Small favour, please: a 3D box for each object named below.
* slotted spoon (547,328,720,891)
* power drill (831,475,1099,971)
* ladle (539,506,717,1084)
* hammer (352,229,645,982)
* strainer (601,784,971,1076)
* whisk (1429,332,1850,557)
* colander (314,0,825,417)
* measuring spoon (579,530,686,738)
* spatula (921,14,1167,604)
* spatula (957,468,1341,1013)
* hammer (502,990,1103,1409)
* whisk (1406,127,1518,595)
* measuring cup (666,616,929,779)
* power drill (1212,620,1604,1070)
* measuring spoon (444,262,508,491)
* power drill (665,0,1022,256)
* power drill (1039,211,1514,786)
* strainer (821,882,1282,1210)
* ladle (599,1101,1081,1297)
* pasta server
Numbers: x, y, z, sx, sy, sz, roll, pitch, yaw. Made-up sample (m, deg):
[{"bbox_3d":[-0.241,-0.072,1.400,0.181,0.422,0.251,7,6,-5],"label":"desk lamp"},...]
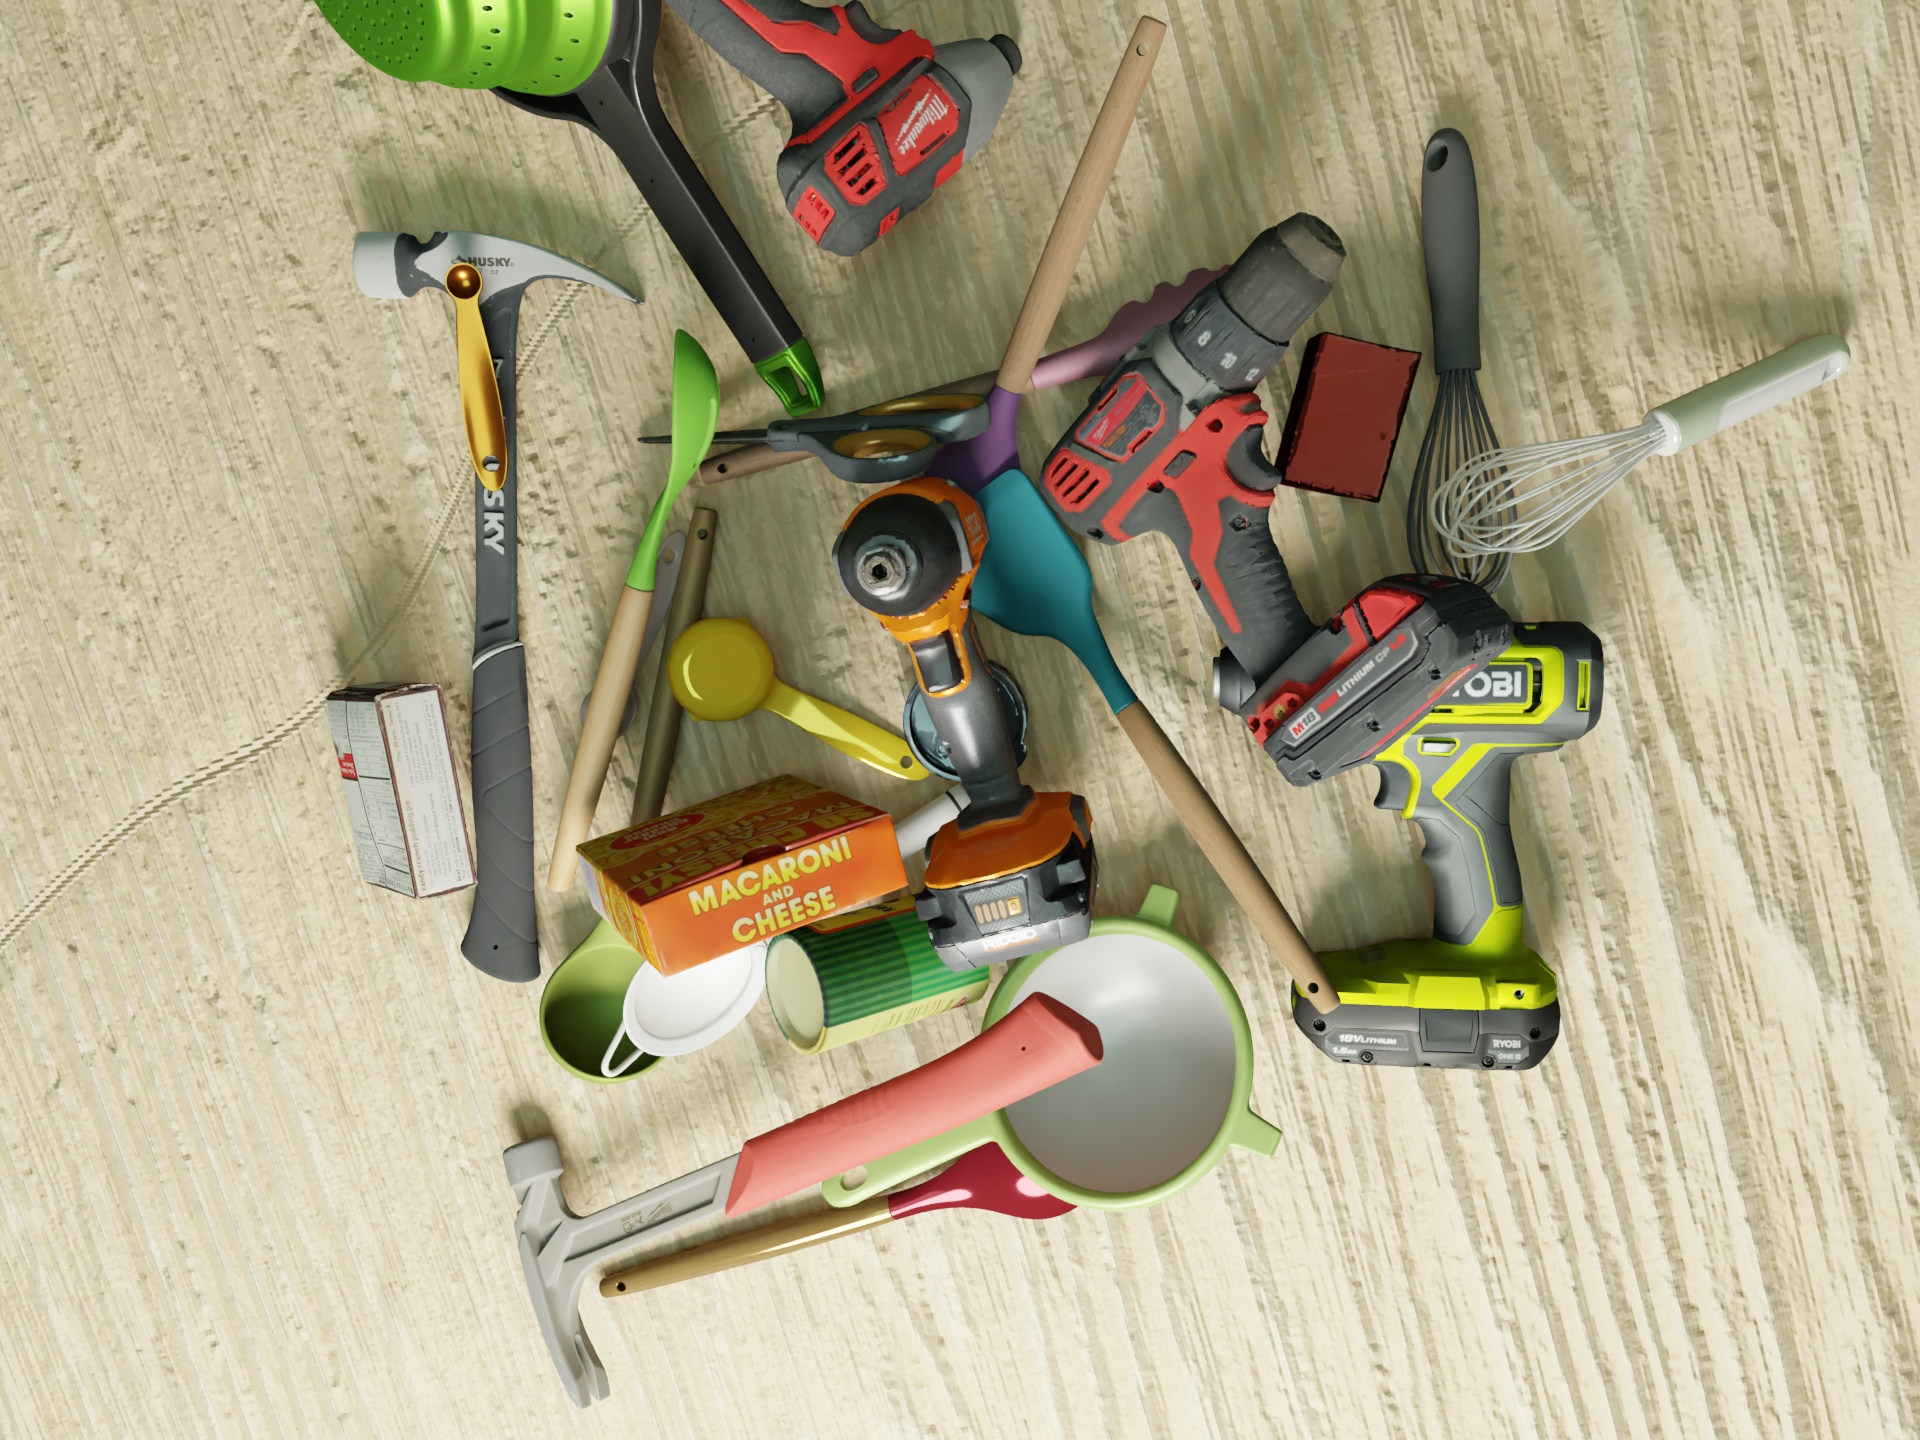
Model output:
[{"bbox_3d":[-0.173,-0.047,0.830,0.031,0.070,0.313,16,109,-11],"label":"slotted spoon"},{"bbox_3d":[-0.001,-0.002,0.759,0.084,0.164,0.226,-15,99,10],"label":"power drill"},{"bbox_3d":[-0.168,0.042,0.868,0.078,0.062,0.320,10,97,-18],"label":"ladle"},{"bbox_3d":[-0.248,-0.056,0.869,0.149,0.036,0.409,2,99,3],"label":"hammer"},{"bbox_3d":[-0.088,0.101,0.857,0.258,0.050,0.086,-33,136,-9],"label":"strainer"},{"bbox_3d":[0.336,-0.137,0.777,0.246,0.059,0.057,-25,138,-12],"label":"whisk"},{"bbox_3d":[-0.201,-0.300,0.758,0.094,0.204,0.396,-46,113,-32],"label":"colander"},{"bbox_3d":[-0.180,-0.048,0.873,0.018,0.034,0.124,26,96,38],"label":"measuring spoon"},{"bbox_3d":[0.036,-0.189,0.795,0.060,0.018,0.315,22,117,0],"label":"spatula"},{"bbox_3d":[0.095,0.017,0.819,0.082,0.044,0.317,-39,78,26],"label":"spatula"},{"bbox_3d":[-0.085,0.243,0.853,0.359,0.036,0.149,-26,75,17],"label":"hammer"},{"bbox_3d":[0.251,-0.179,0.809,0.055,0.055,0.239,-3,94,5],"label":"whisk"},{"bbox_3d":[-0.084,-0.005,0.854,0.156,0.029,0.062,27,86,-10],"label":"measuring cup"},{"bbox_3d":[0.228,0.058,0.830,0.190,0.080,0.228,0,97,9],"label":"power drill"},{"bbox_3d":[-0.250,-0.178,0.828,0.021,0.011,0.117,-5,103,0],"label":"measuring spoon"},{"bbox_3d":[-0.076,-0.353,0.781,0.143,0.078,0.219,-43,99,-13],"label":"power drill"},{"bbox_3d":[0.157,-0.104,0.750,0.188,0.080,0.227,-47,70,33],"label":"power drill"},{"bbox_3d":[0.045,0.208,0.865,0.256,0.069,0.152,-29,64,15],"label":"strainer"},{"bbox_3d":[-0.063,0.284,0.912,0.315,0.031,0.069,-19,92,9],"label":"ladle"},{"bbox_3d":[0.013,-0.173,0.837,0.316,0.040,0.060,-15,97,10],"label":"pasta server"}]
